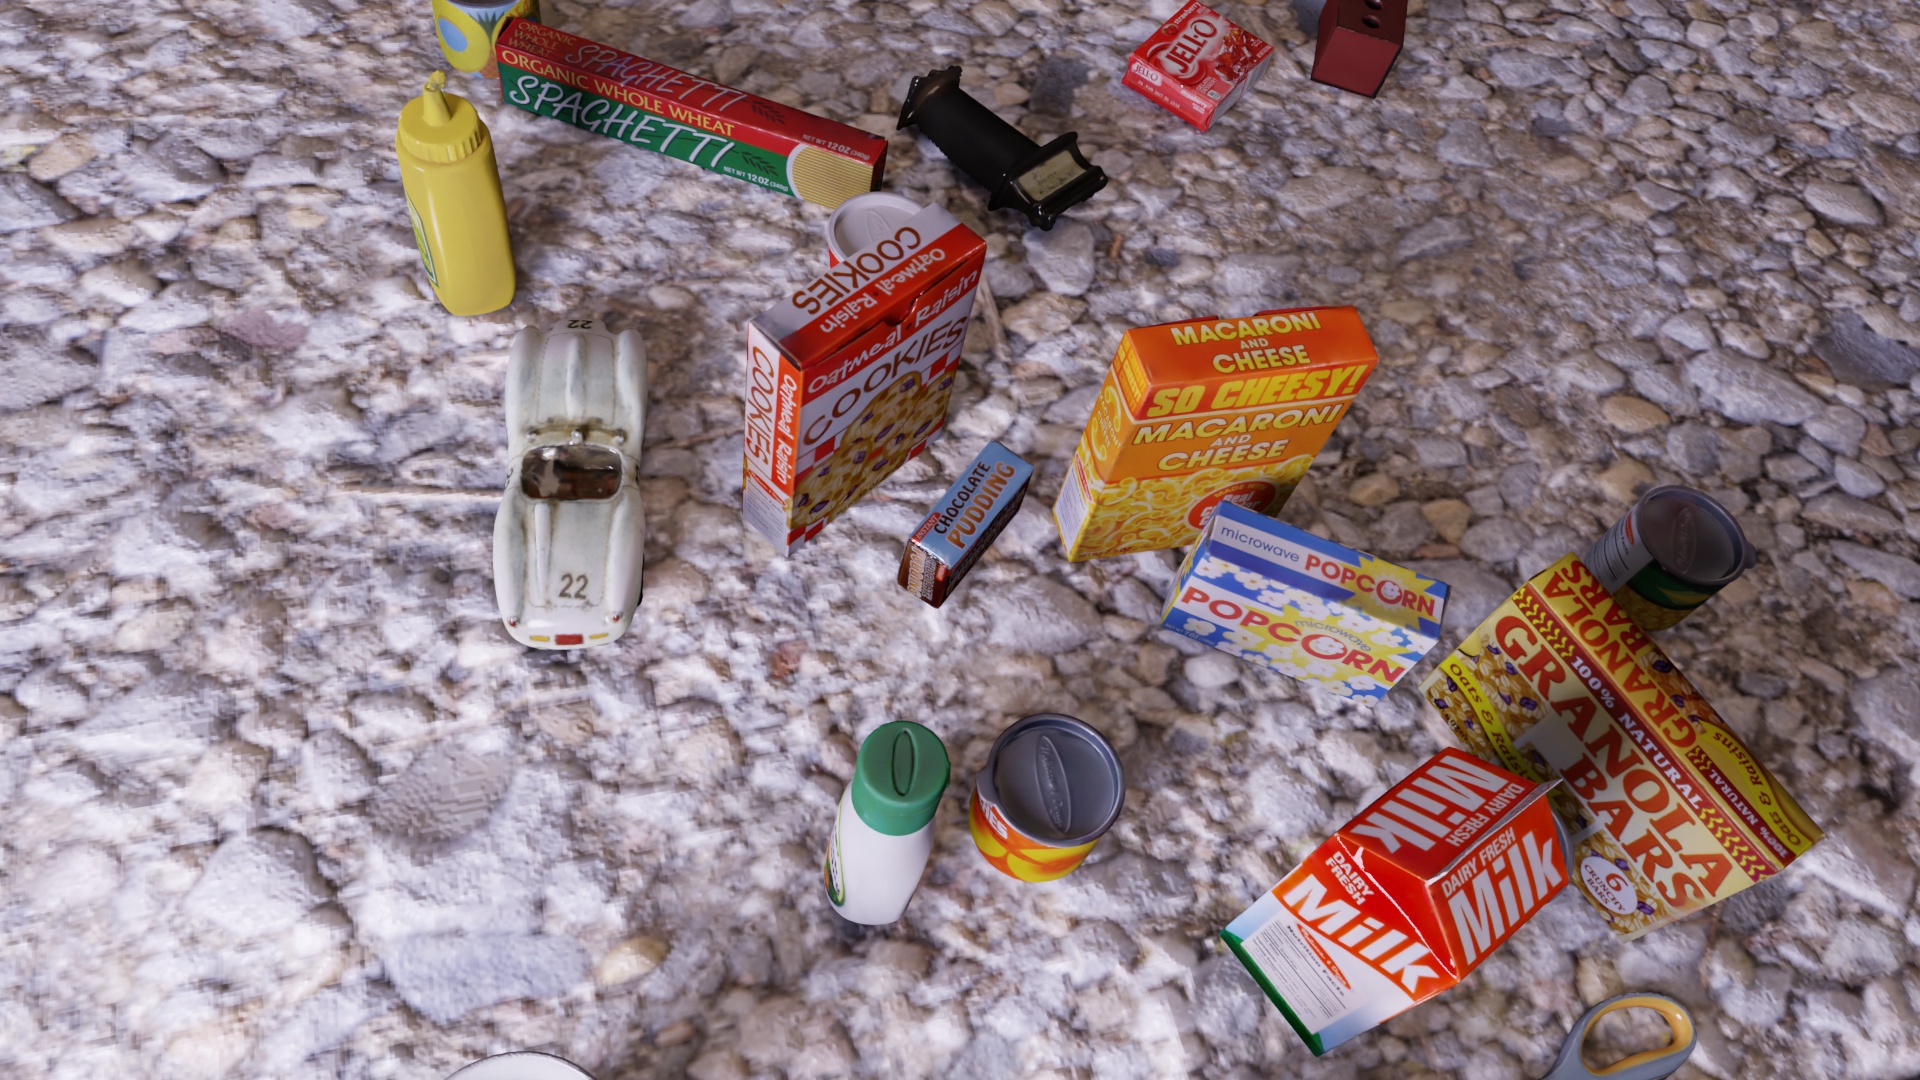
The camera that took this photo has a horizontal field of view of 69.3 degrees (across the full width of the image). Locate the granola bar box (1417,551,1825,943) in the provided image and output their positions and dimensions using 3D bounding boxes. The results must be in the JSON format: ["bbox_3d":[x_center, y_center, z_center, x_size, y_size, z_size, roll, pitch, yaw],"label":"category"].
[{"bbox_3d":[0.317,0.106,0.690,0.039,0.123,0.166,-25,66,-23],"label":"granola bar box"}]

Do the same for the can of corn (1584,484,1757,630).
[{"bbox_3d":[0.409,0.012,0.803,0.071,0.058,0.071,5,58,-8],"label":"can of corn"}]

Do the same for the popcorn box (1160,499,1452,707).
[{"bbox_3d":[0.178,0.034,0.731,0.127,0.084,0.038,21,58,3],"label":"popcorn box"}]

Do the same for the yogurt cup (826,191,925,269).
[{"bbox_3d":[-0.048,-0.166,0.830,0.072,0.053,0.073,5,58,-8],"label":"yogurt cup"}]

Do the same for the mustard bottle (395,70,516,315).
[{"bbox_3d":[-0.271,-0.189,0.741,0.049,0.159,0.065,-19,64,-20],"label":"mustard bottle"}]

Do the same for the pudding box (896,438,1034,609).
[{"bbox_3d":[0.003,-0.009,0.747,0.030,0.049,0.084,34,59,10],"label":"pudding box"}]

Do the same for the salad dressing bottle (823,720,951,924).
[{"bbox_3d":[-0.033,0.123,0.602,0.044,0.147,0.064,6,59,-7],"label":"salad dressing bottle"}]

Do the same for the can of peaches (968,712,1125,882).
[{"bbox_3d":[0.038,0.124,0.667,0.071,0.057,0.071,5,58,-8],"label":"can of peaches"}]

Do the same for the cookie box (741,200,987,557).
[{"bbox_3d":[-0.052,-0.078,0.709,0.040,0.166,0.123,42,61,15],"label":"cookie box"}]

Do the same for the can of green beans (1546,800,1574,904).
[{"bbox_3d":[0.257,0.157,0.687,0.071,0.057,0.071,5,58,-8],"label":"can of green beans"}]

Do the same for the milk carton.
[{"bbox_3d":[0.188,0.154,0.598,0.072,0.189,0.073,-29,68,-24],"label":"milk carton"}]

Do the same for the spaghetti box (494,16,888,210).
[{"bbox_3d":[-0.169,-0.264,0.870,0.250,0.050,0.029,18,58,1],"label":"spaghetti box"}]

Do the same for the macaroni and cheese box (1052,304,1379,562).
[{"bbox_3d":[0.126,-0.053,0.727,0.124,0.165,0.040,-8,61,-15],"label":"macaroni and cheese box"}]

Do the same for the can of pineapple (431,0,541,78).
[{"bbox_3d":[-0.301,-0.338,0.887,0.071,0.057,0.071,5,58,-8],"label":"can of pineapple"}]
